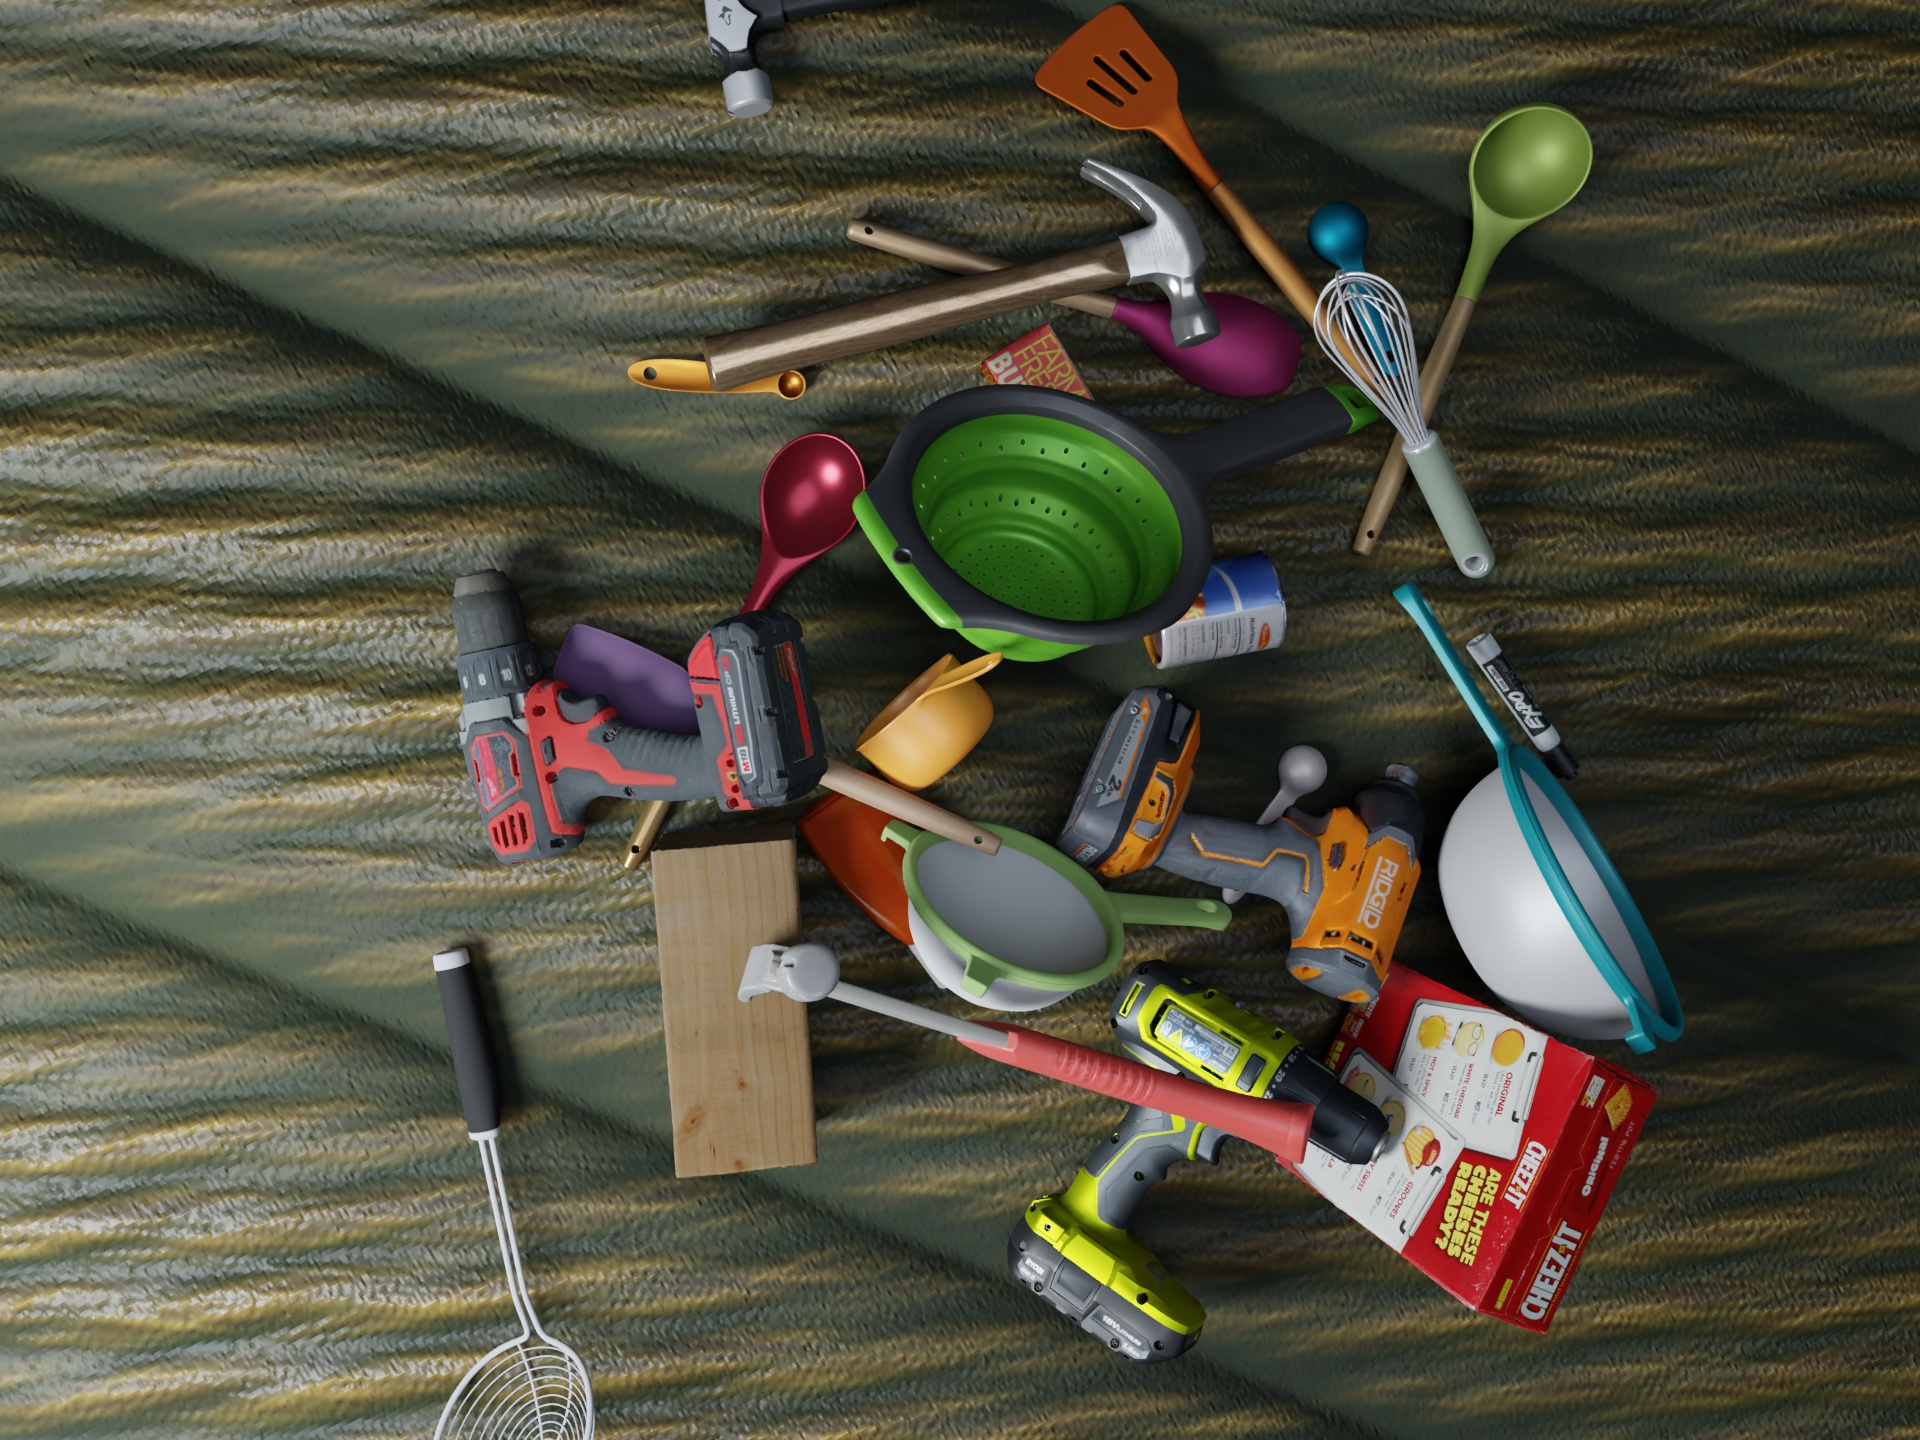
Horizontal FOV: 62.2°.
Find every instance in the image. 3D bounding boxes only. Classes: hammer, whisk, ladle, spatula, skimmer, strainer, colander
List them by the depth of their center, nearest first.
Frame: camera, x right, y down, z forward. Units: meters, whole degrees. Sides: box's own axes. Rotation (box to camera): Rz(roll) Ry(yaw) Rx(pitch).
[{"bbox_3d":[0.046,0.199,0.946,0.359,0.149,0.037,20,74,-14],"label":"hammer"},{"bbox_3d":[-0.310,0.331,1.014,0.127,0.090,0.363,-10,92,25],"label":"skimmer"},{"bbox_3d":[-0.120,0.020,1.022,0.316,0.018,0.060,23,97,8],"label":"spatula"},{"bbox_3d":[0.112,-0.132,1.024,0.397,0.094,0.205,-23,64,-28],"label":"colander"},{"bbox_3d":[-0.004,-0.272,1.028,0.331,0.031,0.130,-15,90,-5],"label":"hammer"},{"bbox_3d":[-0.004,-0.497,1.039,0.334,0.035,0.146,-12,95,-6],"label":"hammer"},{"bbox_3d":[0.067,0.140,1.040,0.256,0.152,0.069,7,123,-33],"label":"strainer"},{"bbox_3d":[-0.149,-0.043,1.047,0.069,0.031,0.315,27,91,2],"label":"ladle"},{"bbox_3d":[0.300,-0.191,1.053,0.058,0.059,0.246,-19,122,29],"label":"whisk"},{"bbox_3d":[0.351,0.073,1.065,0.095,0.211,0.340,-33,75,24],"label":"strainer"},{"bbox_3d":[0.184,-0.340,1.075,0.081,0.041,0.322,-43,100,-4],"label":"spatula"},{"bbox_3d":[0.337,-0.263,1.079,0.078,0.062,0.320,22,93,-5],"label":"ladle"}]

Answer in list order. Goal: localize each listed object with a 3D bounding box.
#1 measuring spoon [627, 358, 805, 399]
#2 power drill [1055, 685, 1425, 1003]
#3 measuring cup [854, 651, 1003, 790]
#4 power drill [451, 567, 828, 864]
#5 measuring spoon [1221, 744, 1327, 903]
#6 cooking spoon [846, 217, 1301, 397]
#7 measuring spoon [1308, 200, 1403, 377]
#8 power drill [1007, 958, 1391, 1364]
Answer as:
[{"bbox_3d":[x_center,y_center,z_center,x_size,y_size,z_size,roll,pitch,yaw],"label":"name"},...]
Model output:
[{"bbox_3d":[-0.160,-0.225,1.048,0.117,0.011,0.021,4,93,-3],"label":"measuring spoon"},{"bbox_3d":[0.195,0.066,1.047,0.226,0.084,0.164,26,70,-1],"label":"power drill"},{"bbox_3d":[-0.002,-0.003,0.997,0.052,0.173,0.095,48,63,-10],"label":"measuring cup"},{"bbox_3d":[-0.211,-0.016,0.991,0.227,0.080,0.188,-10,95,16],"label":"power drill"},{"bbox_3d":[0.216,0.073,1.098,0.034,0.018,0.124,30,89,-7],"label":"measuring spoon"},{"bbox_3d":[0.079,-0.284,1.066,0.319,0.017,0.069,15,89,-7],"label":"cooking spoon"},{"bbox_3d":[0.276,-0.295,1.080,0.042,0.021,0.128,-22,89,-7],"label":"measuring spoon"},{"bbox_3d":[0.151,0.296,1.041,0.191,0.080,0.228,30,91,24],"label":"power drill"}]
